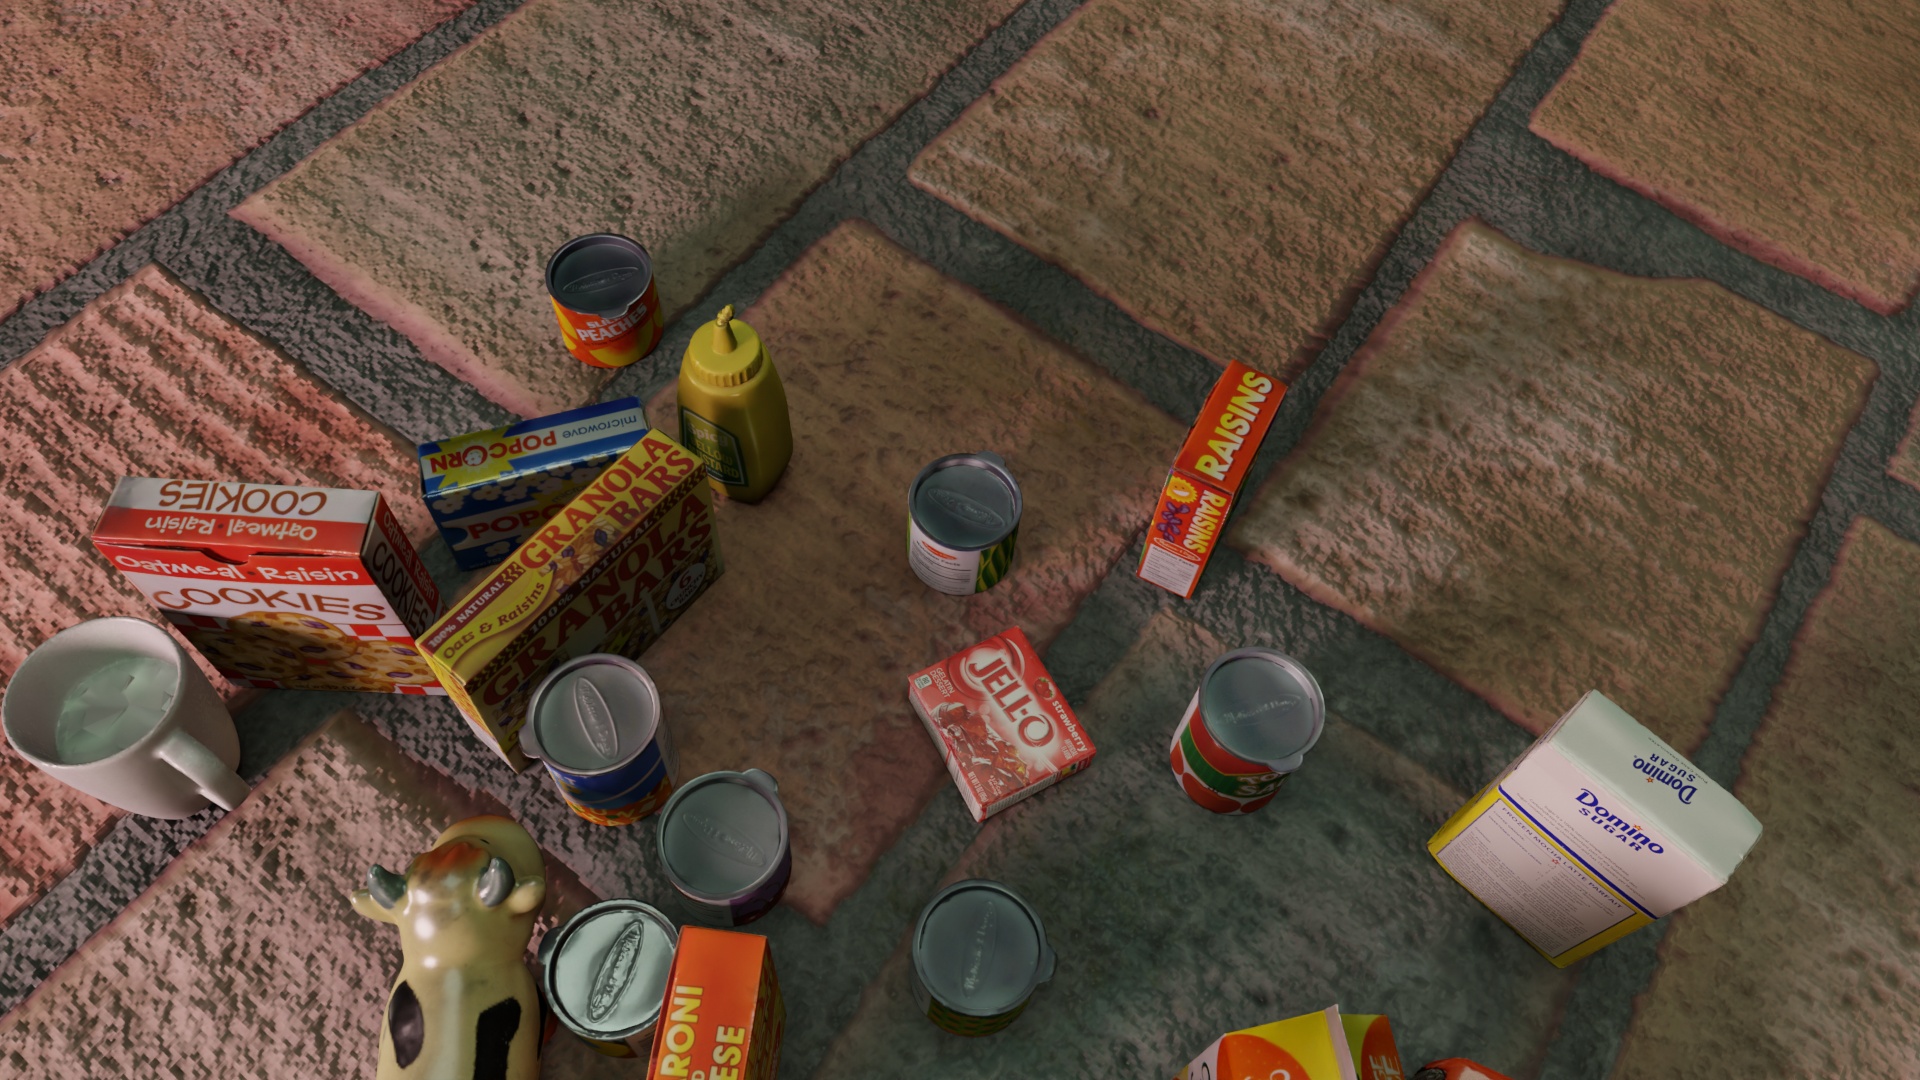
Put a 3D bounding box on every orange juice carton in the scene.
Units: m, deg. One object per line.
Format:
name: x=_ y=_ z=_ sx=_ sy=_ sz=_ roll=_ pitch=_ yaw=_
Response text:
orange juice carton: x=0.145 y=0.255 z=0.602 sx=0.073 sy=0.191 sz=0.072 roll=-5 pitch=61 yaw=-6

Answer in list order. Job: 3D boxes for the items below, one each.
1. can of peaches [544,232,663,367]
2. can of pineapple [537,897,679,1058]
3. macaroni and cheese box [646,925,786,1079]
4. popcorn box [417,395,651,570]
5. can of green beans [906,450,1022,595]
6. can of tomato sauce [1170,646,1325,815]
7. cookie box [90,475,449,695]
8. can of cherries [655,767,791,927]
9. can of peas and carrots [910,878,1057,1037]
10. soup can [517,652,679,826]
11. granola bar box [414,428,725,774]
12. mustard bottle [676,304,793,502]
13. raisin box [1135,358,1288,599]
can of peaches: x=-0.226 y=-0.151 z=0.887 sx=0.071 sy=0.057 sz=0.071 roll=2 pitch=60 yaw=-3
can of pineapple: x=-0.166 y=0.214 z=0.681 sx=0.071 sy=0.057 sz=0.071 roll=2 pitch=60 yaw=-3
macaroni and cheese box: x=-0.108 y=0.250 z=0.602 sx=0.040 sy=0.165 sz=0.124 roll=6 pitch=60 yaw=0
popcorn box: x=-0.237 y=-0.032 z=0.802 sx=0.127 sy=0.084 sz=0.038 roll=-15 pitch=62 yaw=-12
can of green beans: x=0.001 y=-0.009 z=0.821 sx=0.071 sy=0.057 sz=0.071 roll=2 pitch=60 yaw=-3
can of tomato sauce: x=0.154 y=0.106 z=0.751 sx=0.071 sy=0.082 sz=0.071 roll=2 pitch=60 yaw=-3
cookie box: x=-0.339 y=0.029 z=0.712 sx=0.123 sy=0.166 sz=0.040 roll=3 pitch=60 yaw=-2
can of cherries: x=-0.118 y=0.158 z=0.716 sx=0.071 sy=0.058 sz=0.072 roll=2 pitch=60 yaw=-3
can of peas and carrots: x=0.010 y=0.210 z=0.695 sx=0.071 sy=0.058 sz=0.071 roll=2 pitch=60 yaw=-3
soup can: x=-0.187 y=0.107 z=0.727 sx=0.071 sy=0.083 sz=0.071 roll=2 pitch=60 yaw=-3
granola bar box: x=-0.201 y=0.033 z=0.745 sx=0.039 sy=0.123 sz=0.166 roll=35 pitch=64 yaw=15
mustard bottle: x=-0.132 y=-0.082 z=0.795 sx=0.065 sy=0.159 sz=0.049 roll=28 pitch=62 yaw=12
raisin box: x=0.144 y=-0.033 z=0.808 sx=0.040 sy=0.122 sz=0.086 roll=27 pitch=62 yaw=11
